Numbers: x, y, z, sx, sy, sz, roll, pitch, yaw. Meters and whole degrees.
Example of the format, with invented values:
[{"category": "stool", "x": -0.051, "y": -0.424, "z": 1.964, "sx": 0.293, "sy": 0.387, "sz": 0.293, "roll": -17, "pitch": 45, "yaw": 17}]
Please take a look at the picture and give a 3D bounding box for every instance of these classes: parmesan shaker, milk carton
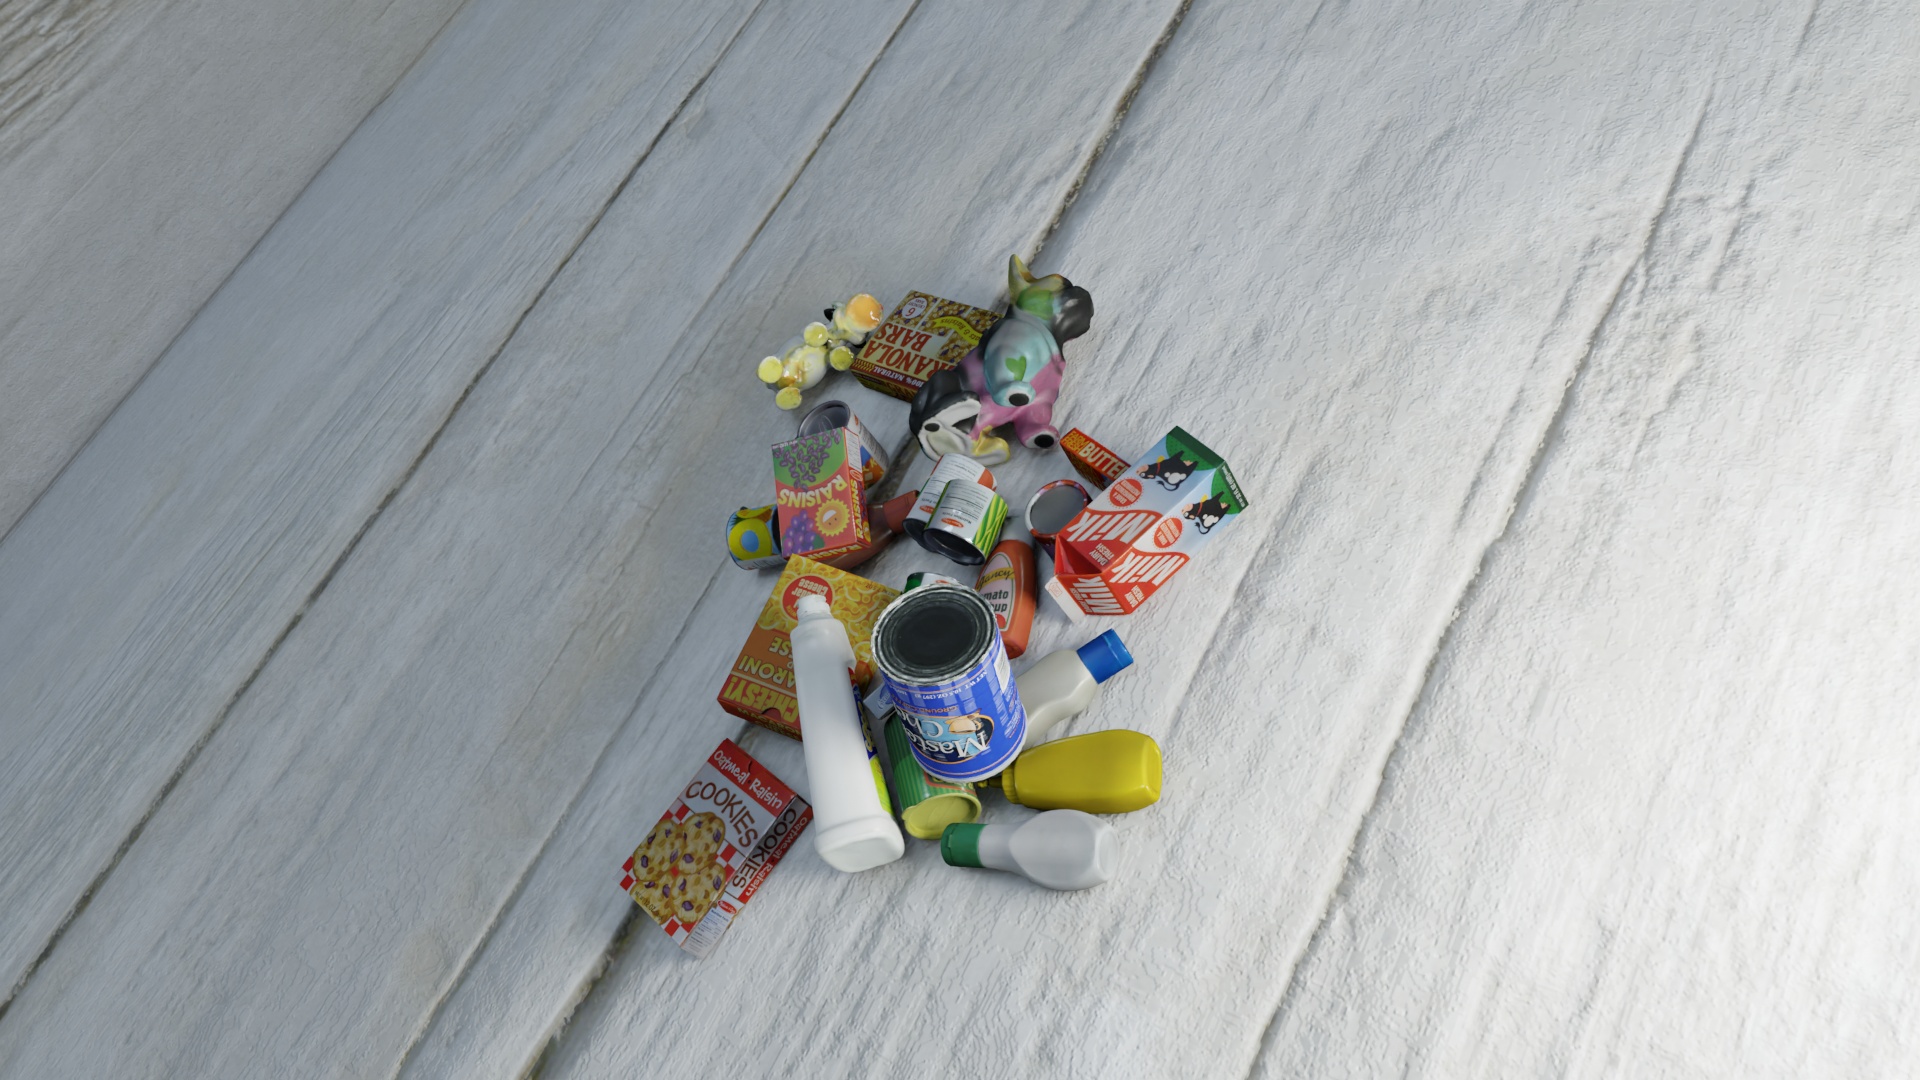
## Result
[{"category": "parmesan shaker", "x": -0.028, "y": 0.198, "z": 1.209, "sx": 0.071, "sy": 0.071, "sz": 0.103, "roll": -29, "pitch": 46, "yaw": 11}, {"category": "milk carton", "x": 0.159, "y": -0.005, "z": 1.250, "sx": 0.190, "sy": 0.072, "sz": 0.073, "roll": -43, "pitch": 45, "yaw": -3}]

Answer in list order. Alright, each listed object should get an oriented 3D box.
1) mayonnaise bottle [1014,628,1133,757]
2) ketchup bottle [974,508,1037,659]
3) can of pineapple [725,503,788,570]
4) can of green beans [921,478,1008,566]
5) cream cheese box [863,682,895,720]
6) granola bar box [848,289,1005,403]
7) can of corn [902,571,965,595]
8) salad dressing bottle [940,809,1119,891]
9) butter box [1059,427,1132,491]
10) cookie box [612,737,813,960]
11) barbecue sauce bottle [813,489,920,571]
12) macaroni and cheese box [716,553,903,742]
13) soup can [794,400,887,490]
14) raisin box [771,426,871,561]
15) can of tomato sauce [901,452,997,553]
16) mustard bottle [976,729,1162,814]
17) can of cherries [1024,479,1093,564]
[{"category": "mayonnaise bottle", "x": 0.081, "y": 0.131, "z": 1.215, "sx": 0.148, "sy": 0.041, "sz": 0.065, "roll": -33, "pitch": 47, "yaw": 4}, {"category": "ketchup bottle", "x": 0.044, "y": 0.040, "z": 1.308, "sx": 0.064, "sy": 0.043, "sz": 0.149, "roll": -10, "pitch": 50, "yaw": 34}, {"category": "can of pineapple", "x": -0.209, "y": -0.006, "z": 1.488, "sx": 0.058, "sy": 0.070, "sz": 0.071, "roll": -10, "pitch": 52, "yaw": 25}, {"category": "can of green beans", "x": 0.005, "y": -0.017, "z": 1.314, "sx": 0.071, "sy": 0.071, "sz": 0.058, "roll": 9, "pitch": 64, "yaw": 37}, {"category": "cream cheese box", "x": -0.057, "y": 0.136, "z": 1.264, "sx": 0.053, "sy": 0.104, "sz": 0.024, "roll": -42, "pitch": 85, "yaw": -1}, {"category": "granola bar box", "x": -0.030, "y": -0.211, "z": 1.556, "sx": 0.166, "sy": 0.039, "sz": 0.124, "roll": 23, "pitch": 71, "yaw": 42}, {"category": "can of corn", "x": -0.028, "y": 0.072, "z": 1.315, "sx": 0.071, "sy": 0.071, "sz": 0.058, "roll": -1, "pitch": 57, "yaw": 32}, {"category": "salad dressing bottle", "x": 0.055, "y": 0.251, "z": 1.135, "sx": 0.147, "sy": 0.044, "sz": 0.064, "roll": -4, "pitch": 67, "yaw": 31}, {"category": "butter box", "x": 0.140, "y": -0.065, "z": 1.322, "sx": 0.024, "sy": 0.053, "sz": 0.104, "roll": -43, "pitch": 45, "yaw": -6}, {"category": "cookie box", "x": -0.229, "y": 0.283, "z": 1.293, "sx": 0.123, "sy": 0.040, "sz": 0.168, "roll": 26, "pitch": 73, "yaw": 43}, {"category": "barbecue sauce bottle", "x": -0.104, "y": -0.008, "z": 1.440, "sx": 0.148, "sy": 0.043, "sz": 0.065, "roll": -24, "pitch": 55, "yaw": 14}, {"category": "macaroni and cheese box", "x": -0.143, "y": 0.107, "z": 1.347, "sx": 0.124, "sy": 0.040, "sz": 0.167, "roll": 18, "pitch": 65, "yaw": 16}, {"category": "soup can", "x": -0.129, "y": -0.099, "z": 1.499, "sx": 0.071, "sy": 0.083, "sz": 0.072, "roll": -18, "pitch": 48, "yaw": 21}, {"category": "raisin box", "x": -0.142, "y": -0.045, "z": 1.415, "sx": 0.086, "sy": 0.040, "sz": 0.123, "roll": -13, "pitch": 74, "yaw": 17}, {"category": "can of tomato sauce", "x": -0.010, "y": -0.035, "z": 1.388, "sx": 0.071, "sy": 0.071, "sz": 0.083, "roll": 12, "pitch": 63, "yaw": 38}, {"category": "mustard bottle", "x": 0.087, "y": 0.195, "z": 1.154, "sx": 0.160, "sy": 0.048, "sz": 0.065, "roll": -9, "pitch": 54, "yaw": 27}, {"category": "can of cherries", "x": 0.103, "y": -0.016, "z": 1.303, "sx": 0.071, "sy": 0.058, "sz": 0.072, "roll": -18, "pitch": 48, "yaw": 21}]
